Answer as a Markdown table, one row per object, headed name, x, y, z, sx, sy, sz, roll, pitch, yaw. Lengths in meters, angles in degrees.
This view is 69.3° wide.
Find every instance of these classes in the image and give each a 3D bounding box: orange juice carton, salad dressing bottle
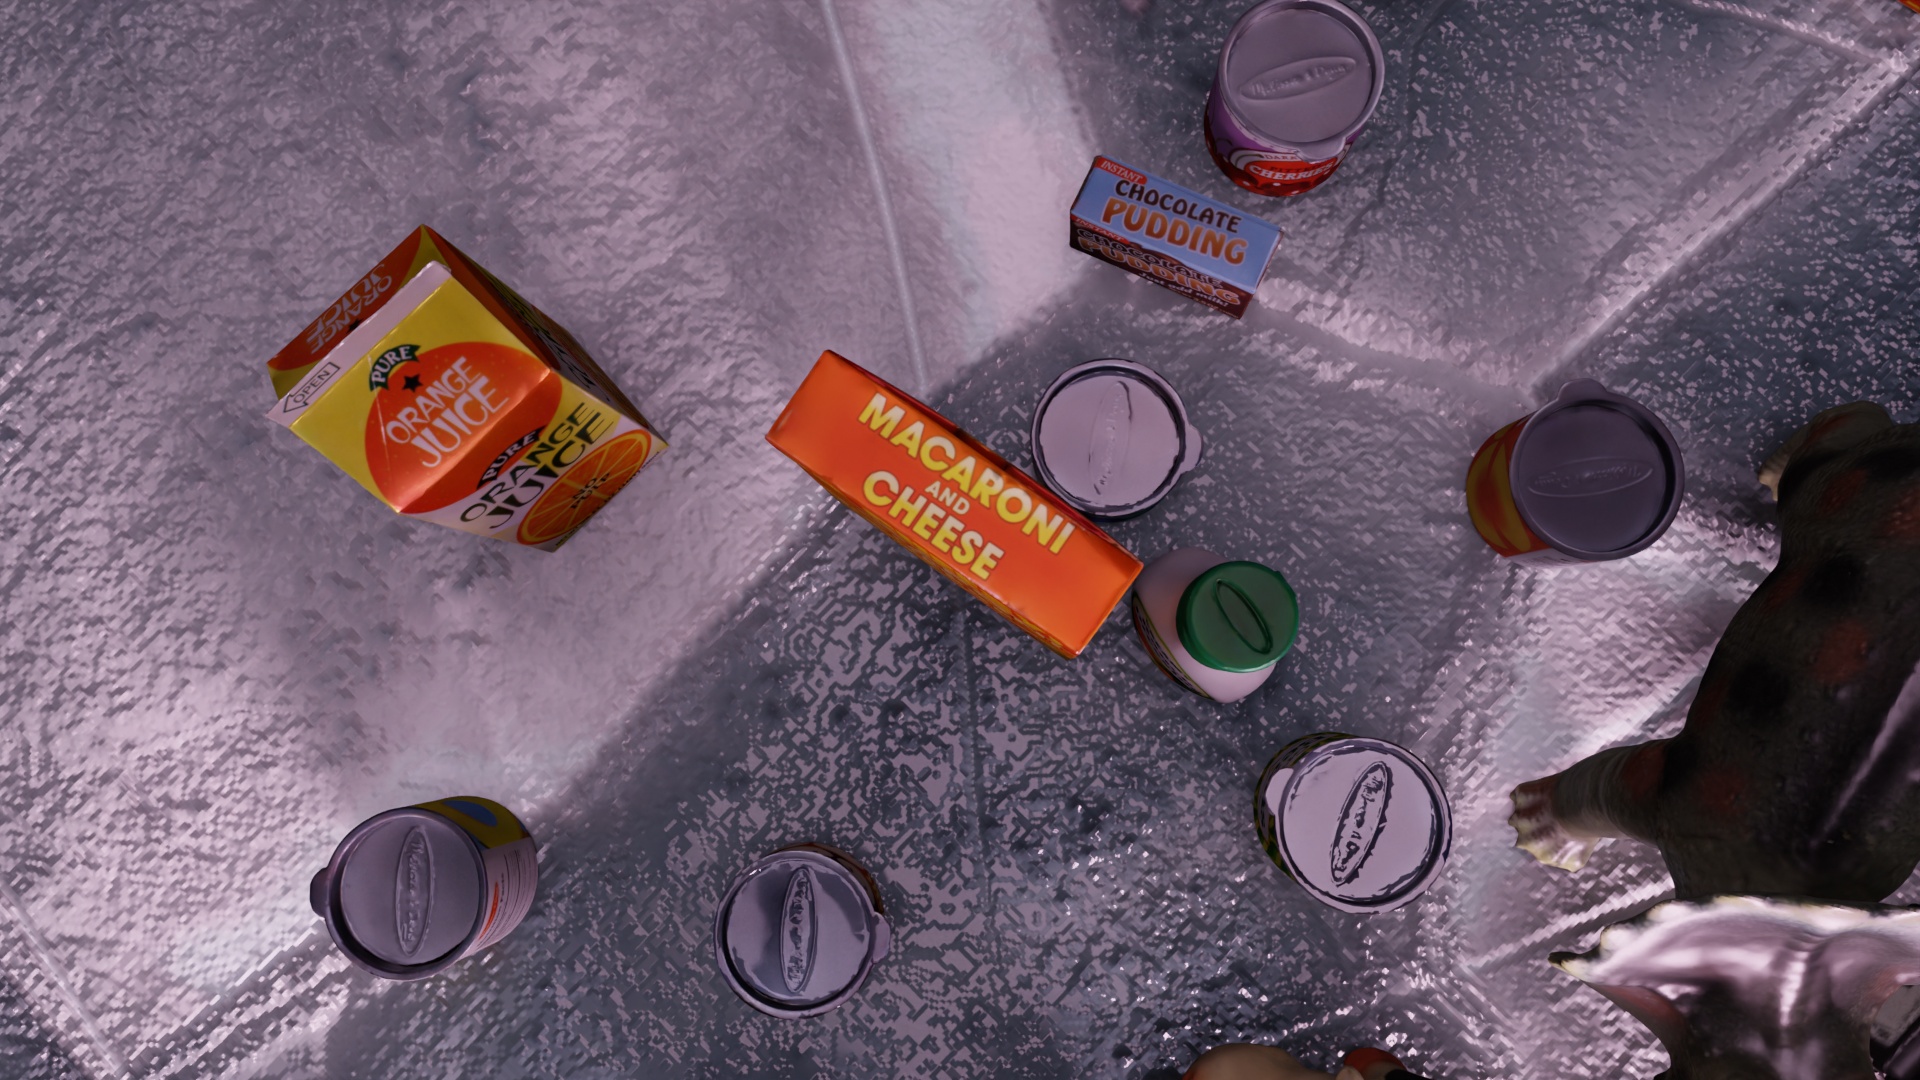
| name | x | y | z | sx | sy | sz | roll | pitch | yaw |
| --- | --- | --- | --- | --- | --- | --- | --- | --- | --- |
| orange juice carton | -0.180 | -0.052 | 0.515 | 0.072 | 0.192 | 0.073 | -43 | 84 | -2 |
| salad dressing bottle | 0.094 | 0.030 | 0.515 | 0.044 | 0.147 | 0.064 | -34 | 84 | -1 |

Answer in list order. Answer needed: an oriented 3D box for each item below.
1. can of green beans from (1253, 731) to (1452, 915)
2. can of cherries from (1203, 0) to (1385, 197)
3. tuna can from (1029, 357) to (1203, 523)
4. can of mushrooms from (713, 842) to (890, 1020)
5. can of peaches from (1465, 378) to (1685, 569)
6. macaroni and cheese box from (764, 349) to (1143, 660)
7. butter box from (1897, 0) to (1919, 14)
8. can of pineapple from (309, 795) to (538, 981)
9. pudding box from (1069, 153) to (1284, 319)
| name | x | y | z | sx | sy | sz | roll | pitch | yaw |
| --- | --- | --- | --- | --- | --- | --- | --- | --- | --- |
| can of green beans | 0.153 | 0.109 | 0.549 | 0.071 | 0.058 | 0.071 | 0 | 84 | 3 |
| can of cherries | 0.137 | -0.182 | 0.582 | 0.071 | 0.058 | 0.071 | 0 | 84 | 3 |
| tuna can | 0.065 | -0.041 | 0.582 | 0.071 | 0.033 | 0.071 | 0 | 84 | 3 |
| can of mushrooms | -0.062 | 0.158 | 0.566 | 0.071 | 0.033 | 0.071 | 0 | 84 | 3 |
| can of peaches | 0.245 | -0.025 | 0.559 | 0.071 | 0.058 | 0.071 | 0 | 84 | 3 |
| macaroni and cheese box | 0.002 | -0.006 | 0.514 | 0.124 | 0.166 | 0.040 | 35 | 87 | 6 |
| butter box | 0.383 | -0.264 | 0.582 | 0.103 | 0.053 | 0.024 | 33 | 87 | 6 |
| can of pineapple | -0.214 | 0.138 | 0.563 | 0.071 | 0.058 | 0.071 | 0 | 84 | 3 |
| pudding box | 0.089 | -0.127 | 0.582 | 0.084 | 0.049 | 0.030 | 24 | 86 | 5 |
